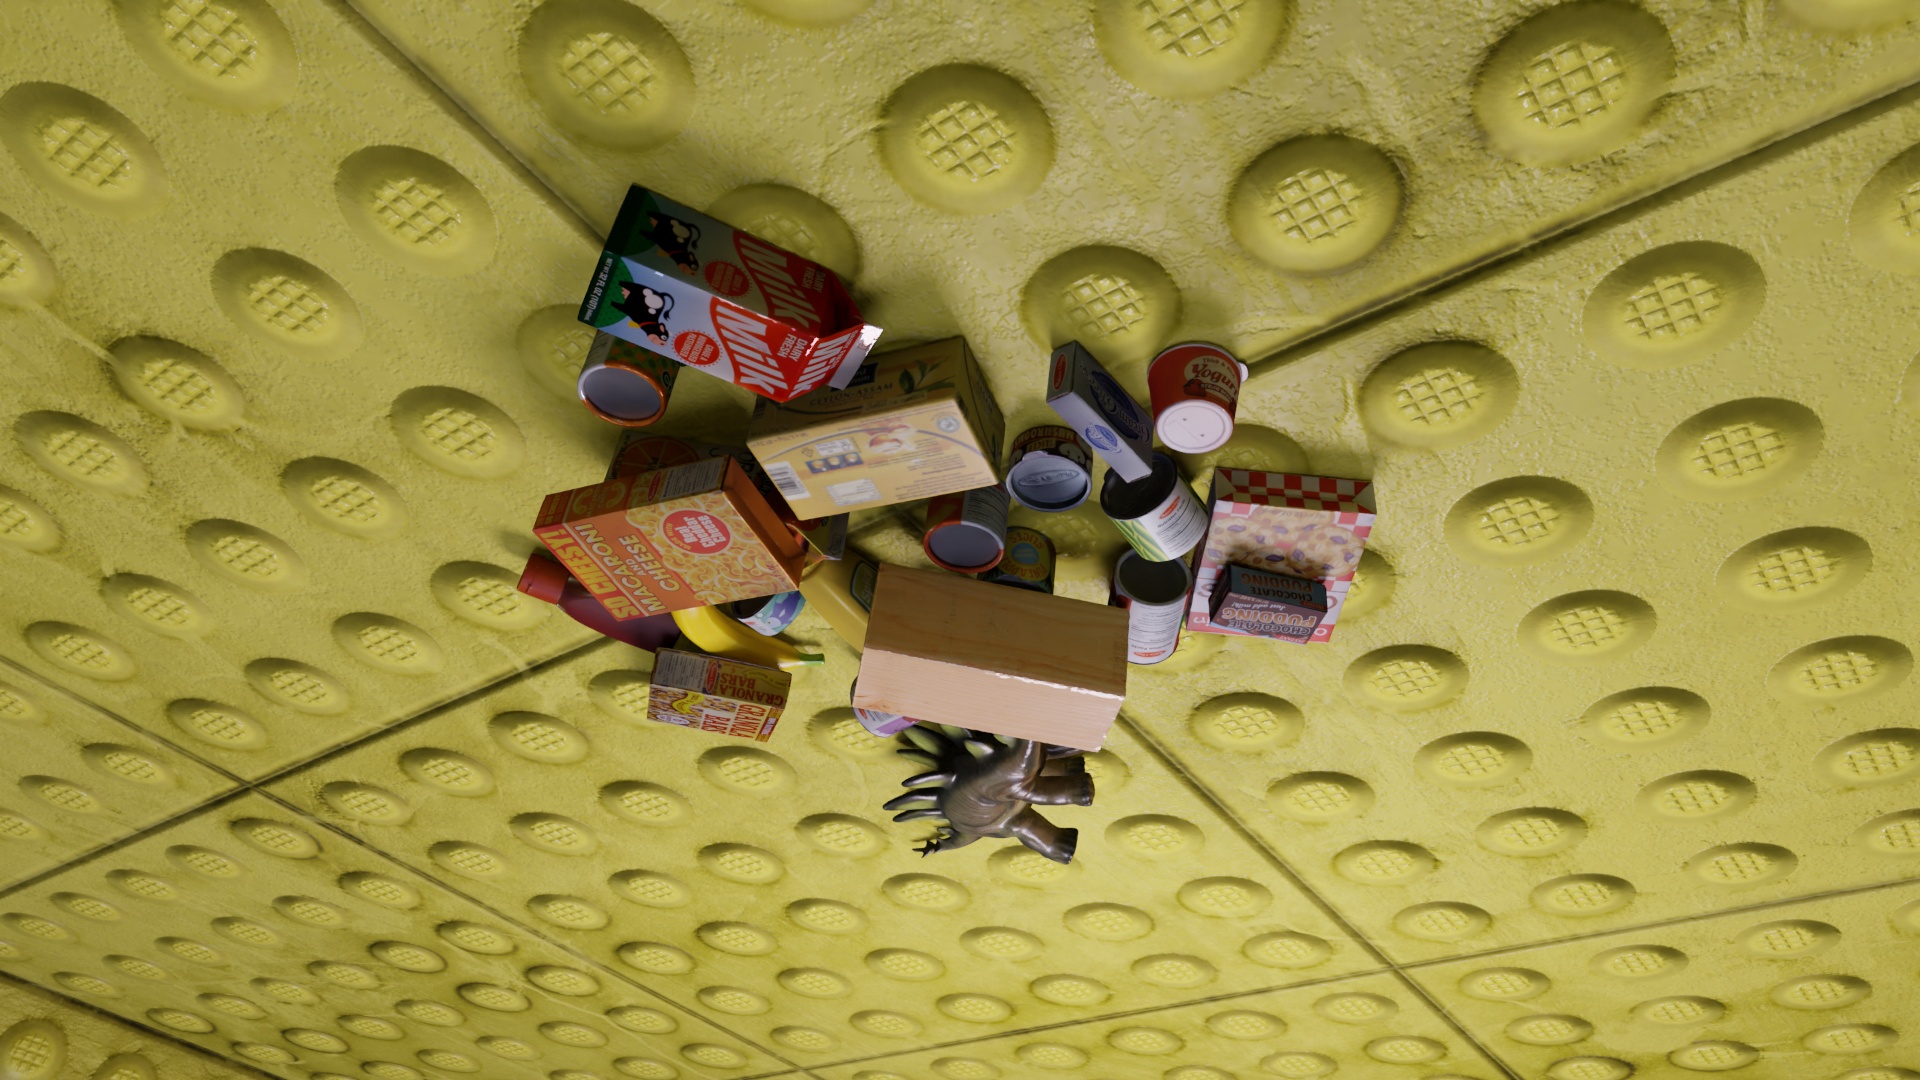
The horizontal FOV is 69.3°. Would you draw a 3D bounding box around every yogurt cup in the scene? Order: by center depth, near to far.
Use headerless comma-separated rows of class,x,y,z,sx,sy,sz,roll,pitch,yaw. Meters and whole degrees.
yogurt cup,0.167,-0.099,0.992,0.072,0.054,0.072,5,140,4

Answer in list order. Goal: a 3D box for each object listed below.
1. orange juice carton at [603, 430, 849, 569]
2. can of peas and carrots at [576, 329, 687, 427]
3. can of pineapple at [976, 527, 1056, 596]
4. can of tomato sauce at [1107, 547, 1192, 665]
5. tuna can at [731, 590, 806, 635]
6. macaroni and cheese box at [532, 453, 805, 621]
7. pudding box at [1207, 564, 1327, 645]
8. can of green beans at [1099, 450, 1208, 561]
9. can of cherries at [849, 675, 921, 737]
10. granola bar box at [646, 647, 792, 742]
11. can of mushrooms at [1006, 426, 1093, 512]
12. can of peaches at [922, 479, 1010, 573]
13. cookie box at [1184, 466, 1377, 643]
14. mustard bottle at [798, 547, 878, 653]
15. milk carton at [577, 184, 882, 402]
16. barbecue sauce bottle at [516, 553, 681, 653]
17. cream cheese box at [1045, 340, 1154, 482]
orange juice carton,-0.186,-0.026,1.120,0.193,0.072,0.072,9,141,-1
can of peas and carrots,-0.240,-0.124,1.021,0.071,0.059,0.070,5,141,4
can of pineapple,0.047,0.030,1.162,0.071,0.058,0.070,4,140,3
can of tomato sauce,0.156,0.053,1.169,0.071,0.071,0.082,5,140,2
tuna can,-0.164,0.045,1.209,0.071,0.071,0.032,-25,132,33
macaroni and cheese box,-0.222,0.001,1.068,0.166,0.040,0.123,-10,137,20
pudding box,0.246,0.052,1.115,0.084,0.030,0.049,12,140,-5
can of green beans,0.150,-0.026,1.073,0.071,0.071,0.057,-18,134,27
can of cherries,-0.059,0.144,1.312,0.071,0.072,0.058,35,132,-29
granola bar box,-0.232,0.149,1.321,0.124,0.039,0.165,12,159,-9
can of mushrooms,0.069,-0.056,1.075,0.071,0.034,0.070,5,141,4
can of peaches,0.004,-0.014,1.116,0.071,0.058,0.071,4,140,3
cookie box,0.255,0.015,1.127,0.123,0.040,0.166,5,139,3
mustard bottle,-0.103,0.039,1.193,0.048,0.066,0.160,-24,127,36
milk carton,-0.154,-0.160,0.954,0.190,0.074,0.072,22,138,-17
barbecue sauce bottle,-0.324,0.055,1.260,0.148,0.044,0.064,22,129,-16
cream cheese box,0.103,-0.093,1.010,0.024,0.054,0.103,-23,132,34
